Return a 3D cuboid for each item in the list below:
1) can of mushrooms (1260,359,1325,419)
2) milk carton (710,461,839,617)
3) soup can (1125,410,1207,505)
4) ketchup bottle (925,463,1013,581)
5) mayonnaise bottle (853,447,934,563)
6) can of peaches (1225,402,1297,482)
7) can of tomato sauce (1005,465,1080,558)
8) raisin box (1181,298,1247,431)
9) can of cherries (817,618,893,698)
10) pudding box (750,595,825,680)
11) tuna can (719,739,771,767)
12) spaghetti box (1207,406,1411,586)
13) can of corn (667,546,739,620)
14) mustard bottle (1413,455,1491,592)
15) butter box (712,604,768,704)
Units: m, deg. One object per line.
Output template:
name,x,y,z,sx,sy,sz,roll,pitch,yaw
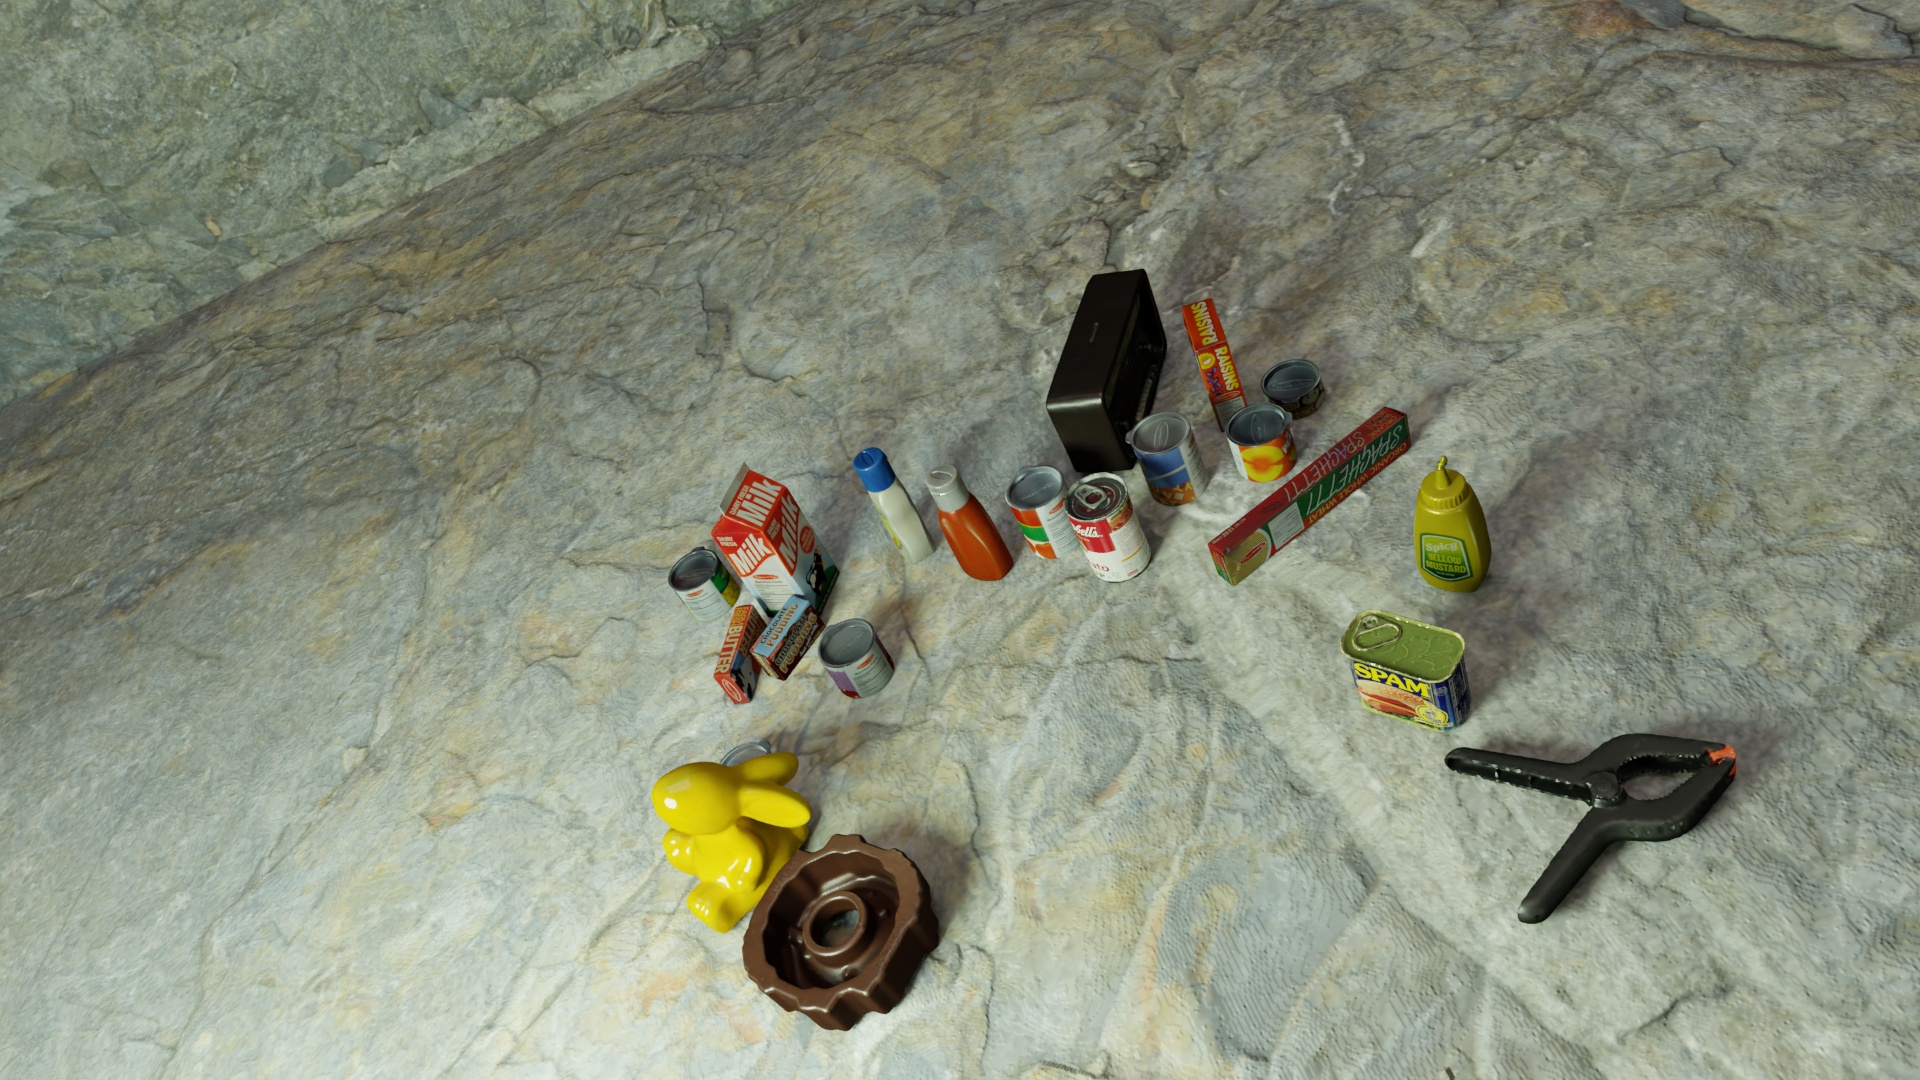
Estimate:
can of mushrooms,0.370,-0.166,1.546,0.071,0.033,0.071,-15,43,14
milk carton,-0.215,0.001,1.565,0.073,0.189,0.073,-1,48,27
soup can,0.224,-0.088,1.506,0.071,0.083,0.072,-15,43,14
ketchup bottle,0.005,-0.019,1.502,0.065,0.148,0.044,13,56,37
mayonnaise bottle,-0.076,-0.042,1.567,0.041,0.147,0.065,-33,42,-5
can of peaches,0.325,-0.105,1.490,0.071,0.057,0.071,-15,43,14
can of tomato sauce,0.092,-0.031,1.518,0.071,0.082,0.071,-15,43,14
raisin box,0.286,-0.196,1.552,0.040,0.123,0.086,-17,43,12
can of cherries,-0.113,0.125,1.487,0.071,0.058,0.072,-15,43,14
pudding box,-0.193,0.108,1.551,0.030,0.049,0.084,13,56,37
tuna can,-0.217,0.243,1.442,0.071,0.032,0.071,-15,43,14
spaghetti box,0.359,-0.047,1.420,0.250,0.050,0.029,-37,42,-10
can of corn,-0.306,0.052,1.660,0.071,0.058,0.071,-15,43,14
mustard bottle,0.444,-0.018,1.265,0.065,0.159,0.049,8,53,34
butter box,-0.244,0.127,1.557,0.024,0.053,0.104,-8,45,21
